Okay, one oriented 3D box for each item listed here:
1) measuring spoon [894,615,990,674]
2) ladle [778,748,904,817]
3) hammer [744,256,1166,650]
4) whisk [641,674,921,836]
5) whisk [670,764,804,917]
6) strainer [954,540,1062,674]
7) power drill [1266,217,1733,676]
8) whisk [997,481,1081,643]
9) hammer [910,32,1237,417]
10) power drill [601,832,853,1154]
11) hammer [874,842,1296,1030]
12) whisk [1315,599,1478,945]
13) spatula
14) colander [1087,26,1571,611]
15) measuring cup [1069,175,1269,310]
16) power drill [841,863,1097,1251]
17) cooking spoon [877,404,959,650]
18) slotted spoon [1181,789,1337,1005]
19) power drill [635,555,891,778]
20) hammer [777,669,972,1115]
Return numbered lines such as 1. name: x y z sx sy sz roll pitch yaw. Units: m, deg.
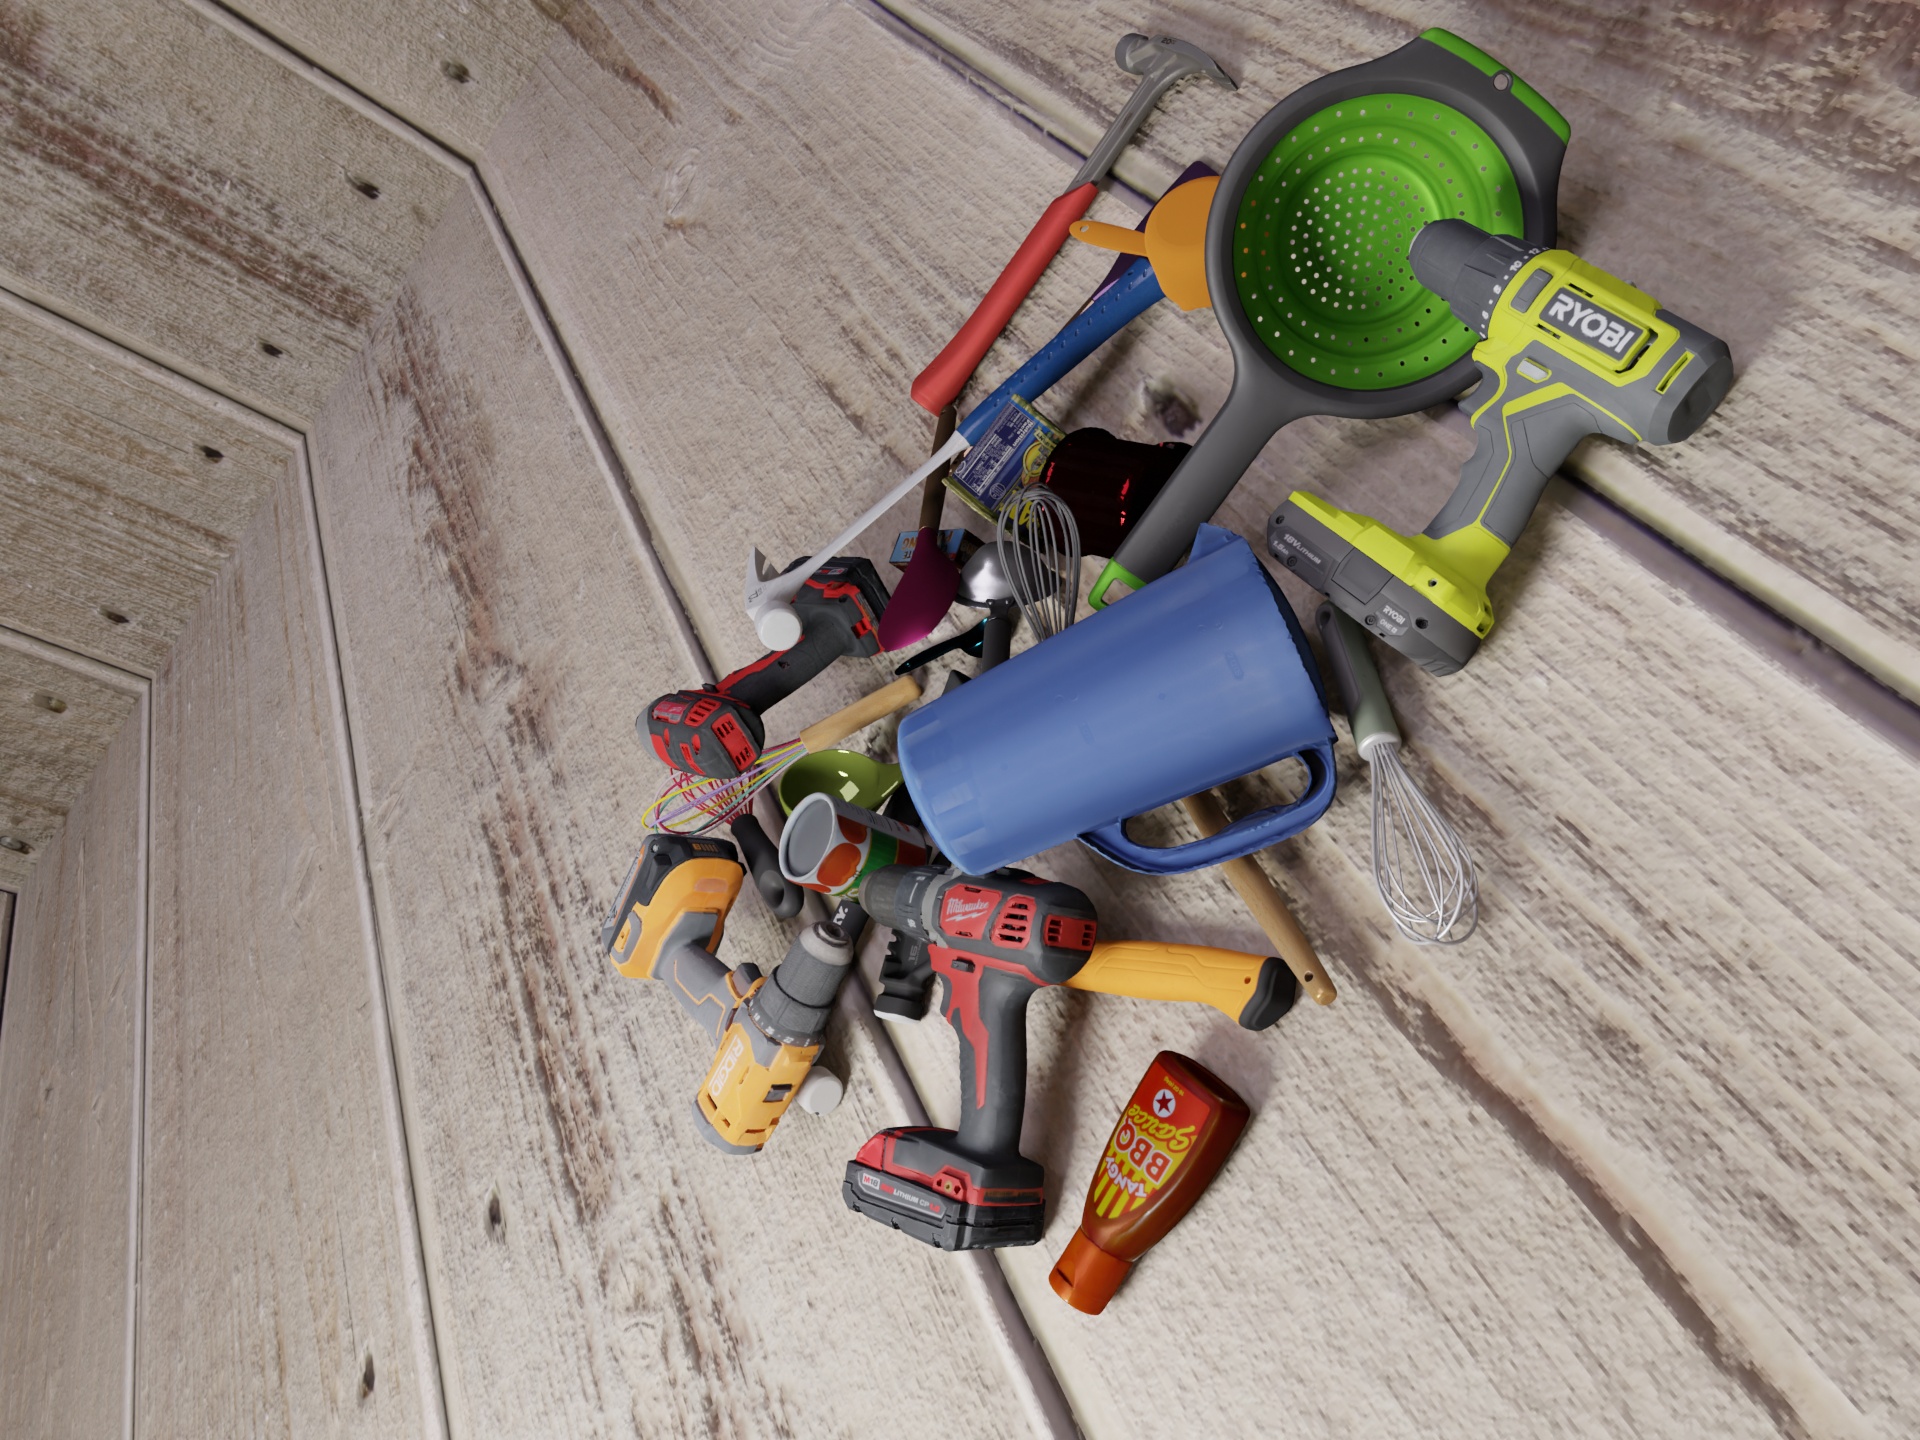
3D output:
1. measuring spoon: -0.006 -0.050 1.231 0.128 0.021 0.042 -21 27 47
2. ladle: -0.002 -0.004 1.118 0.320 0.062 0.078 -32 33 29
3. hammer: -0.009 -0.213 1.228 0.405 0.035 0.144 -40 28 3
4. whisk: -0.142 0.028 1.254 0.245 0.047 0.051 -28 35 2
5. whisk: -0.183 0.076 1.308 0.073 0.073 0.296 -55 35 10
6. strainer: 0.028 -0.071 1.114 0.087 0.050 0.259 -4 33 6
7. power drill: 0.280 -0.159 0.890 0.191 0.080 0.228 44 104 32
8. whisk: 0.064 -0.037 1.042 0.055 0.055 0.239 -2 101 49
9. hammer: 0.079 -0.405 1.326 0.359 0.036 0.149 -53 39 12
10. power drill: -0.167 0.173 1.161 0.226 0.084 0.185 49 118 41
11. hammer: 0.071 0.147 1.016 0.337 0.034 0.127 -2 68 48
12. whisk: 0.236 0.021 0.892 0.057 0.059 0.247 114 157 -45
13. spatula: 0.093 -0.312 1.271 0.316 0.018 0.060 -48 43 18
14. colander: 0.207 -0.232 1.008 0.397 0.204 0.094 -54 6 19
15. measuring cup: 0.144 -0.363 1.169 0.174 0.052 0.095 24 76 32
16. power drill: -0.010 0.199 1.003 0.188 0.080 0.227 5 83 47
17. cooking spoon: -0.024 -0.159 1.238 0.069 0.017 0.319 -22 35 24
18. slotted spoon: 0.149 0.059 0.971 0.070 0.031 0.314 -49 38 18
19. power drill: -0.159 -0.039 1.271 0.220 0.078 0.143 -44 30 -27
20. hammer: -0.070 0.115 1.195 0.146 0.035 0.335 26 89 51
